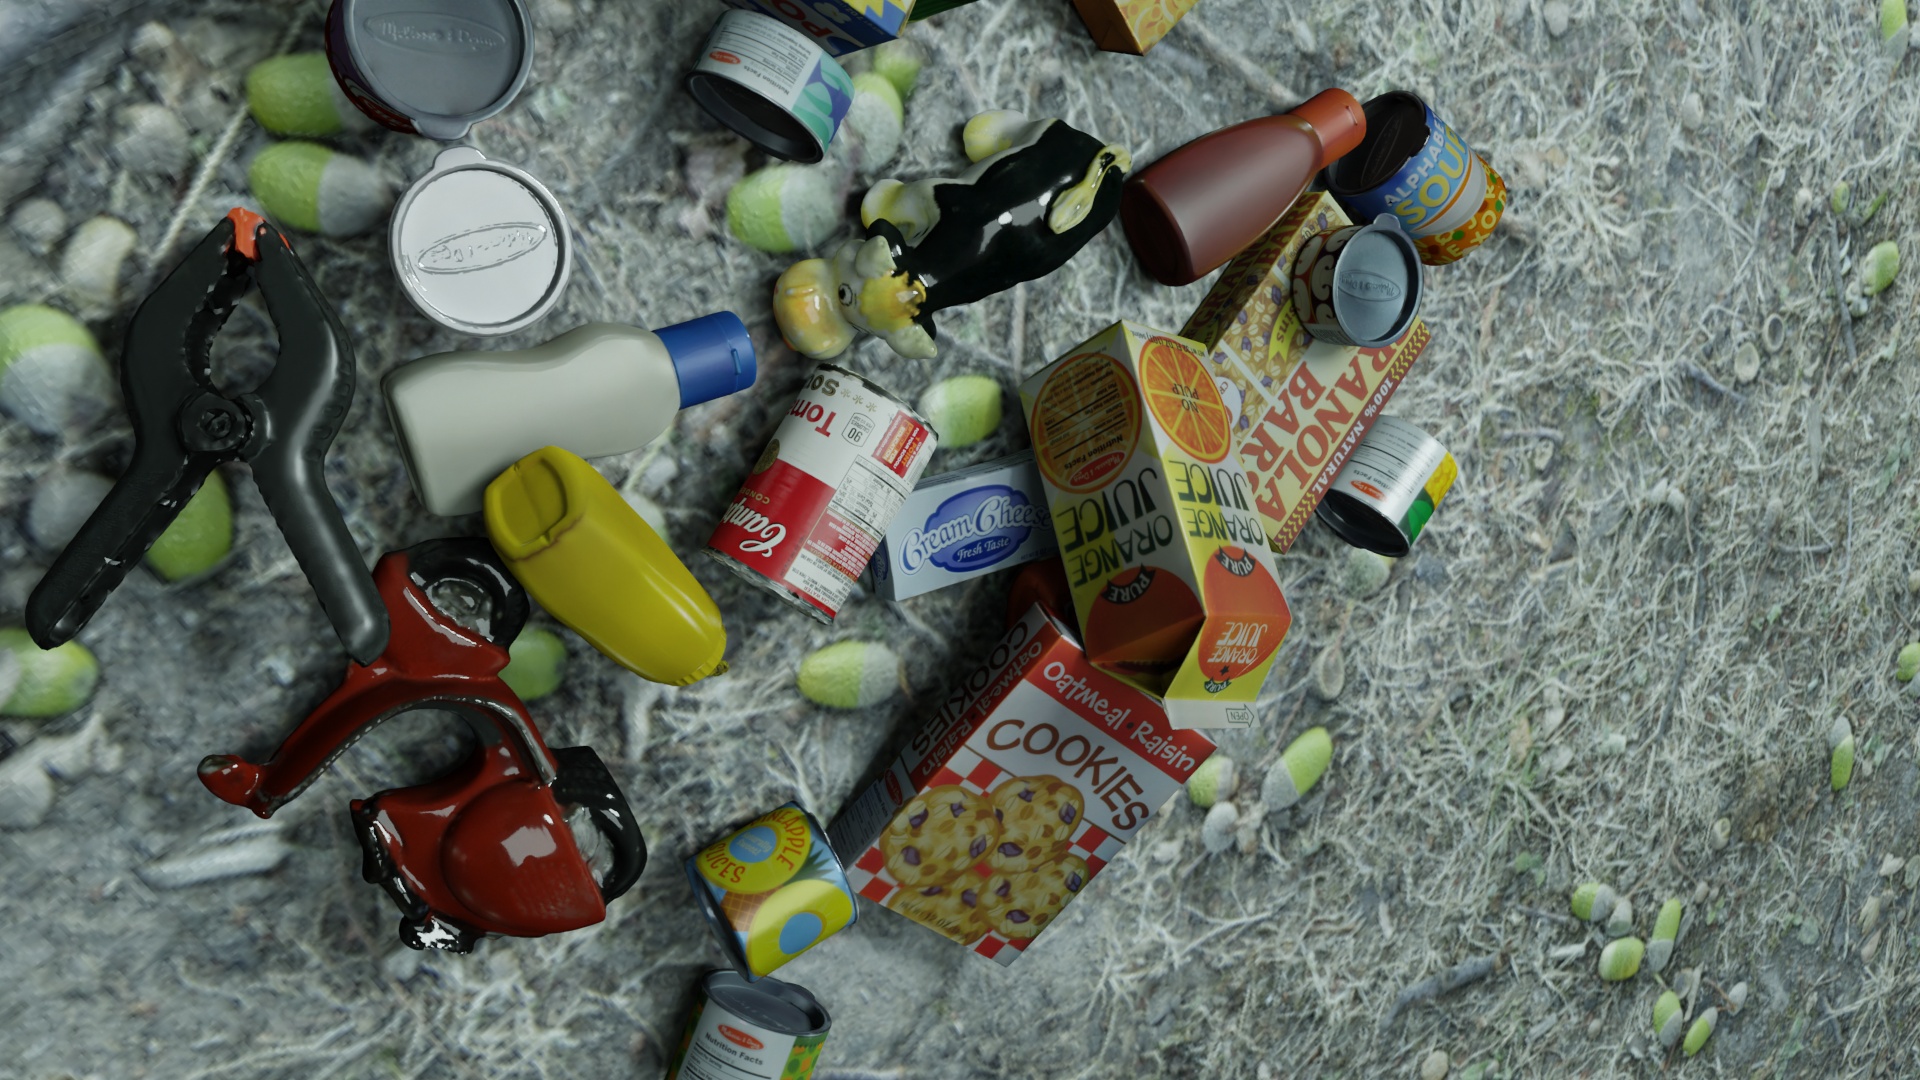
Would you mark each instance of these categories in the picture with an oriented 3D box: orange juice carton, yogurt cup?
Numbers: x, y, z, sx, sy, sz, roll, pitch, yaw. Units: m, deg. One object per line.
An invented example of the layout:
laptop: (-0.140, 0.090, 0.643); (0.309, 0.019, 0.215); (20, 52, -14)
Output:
orange juice carton: (0.097, -0.002, 0.671); (0.072, 0.072, 0.193); (7, 63, -45)
yogurt cup: (-0.193, -0.115, 0.546); (0.072, 0.054, 0.072); (-7, 103, -30)

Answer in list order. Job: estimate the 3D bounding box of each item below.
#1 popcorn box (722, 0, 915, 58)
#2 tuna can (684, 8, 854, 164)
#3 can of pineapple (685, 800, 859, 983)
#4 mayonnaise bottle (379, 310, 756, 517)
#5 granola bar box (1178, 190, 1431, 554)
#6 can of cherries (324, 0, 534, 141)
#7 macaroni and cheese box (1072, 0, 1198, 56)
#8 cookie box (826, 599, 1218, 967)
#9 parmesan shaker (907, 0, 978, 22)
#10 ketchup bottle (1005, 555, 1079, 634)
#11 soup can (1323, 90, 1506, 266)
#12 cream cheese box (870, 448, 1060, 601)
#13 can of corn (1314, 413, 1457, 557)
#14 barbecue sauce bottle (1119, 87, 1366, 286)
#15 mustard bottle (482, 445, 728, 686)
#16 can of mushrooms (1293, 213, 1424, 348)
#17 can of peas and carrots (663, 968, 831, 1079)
popcorn box: (-0.086, -0.249, 0.565); (0.126, 0.085, 0.038); (26, 86, -32)
tuna can: (-0.080, -0.192, 0.594); (0.071, 0.071, 0.033); (30, 83, -32)
can of pineapple: (-0.090, 0.164, 0.655); (0.058, 0.071, 0.070); (-27, 112, -24)
mayonnaise bottle: (-0.160, -0.061, 0.585); (0.148, 0.041, 0.064); (-22, 117, -27)
granola bar box: (0.183, -0.094, 0.783); (0.124, 0.039, 0.166); (43, 77, -30)
can of cherries: (-0.202, -0.186, 0.525); (0.072, 0.058, 0.071); (-7, 103, -31)
macaroni and cheese box: (0.105, -0.339, 0.669); (0.167, 0.040, 0.123); (-47, 129, -8)
cookie box: (0.031, 0.126, 0.707); (0.123, 0.040, 0.167); (36, 100, -31)
parmesan shaker: (-0.003, -0.263, 0.601); (0.071, 0.103, 0.071); (-7, 104, -30)
ketchup bottle: (0.097, 0.026, 0.750); (0.149, 0.044, 0.064); (-15, 134, -28)
soup can: (0.261, -0.204, 0.789); (0.084, 0.071, 0.071); (27, 86, -32)
cream cheese box: (0.003, -0.009, 0.701); (0.104, 0.024, 0.053); (-17, 106, -27)
can of corn: (0.249, -0.032, 0.821); (0.071, 0.071, 0.058); (43, 77, -30)
barbecue sauce bottle: (0.155, -0.196, 0.744); (0.149, 0.043, 0.064); (-35, 103, -22)
mustard bottle: (-0.139, 0.025, 0.592); (0.049, 0.065, 0.159); (-34, 142, -1)
can of mushrooms: (0.215, -0.140, 0.749); (0.071, 0.033, 0.071); (-6, 102, -28)
can of peas and carrots: (-0.102, 0.247, 0.666); (0.071, 0.071, 0.058); (22, 89, -32)
